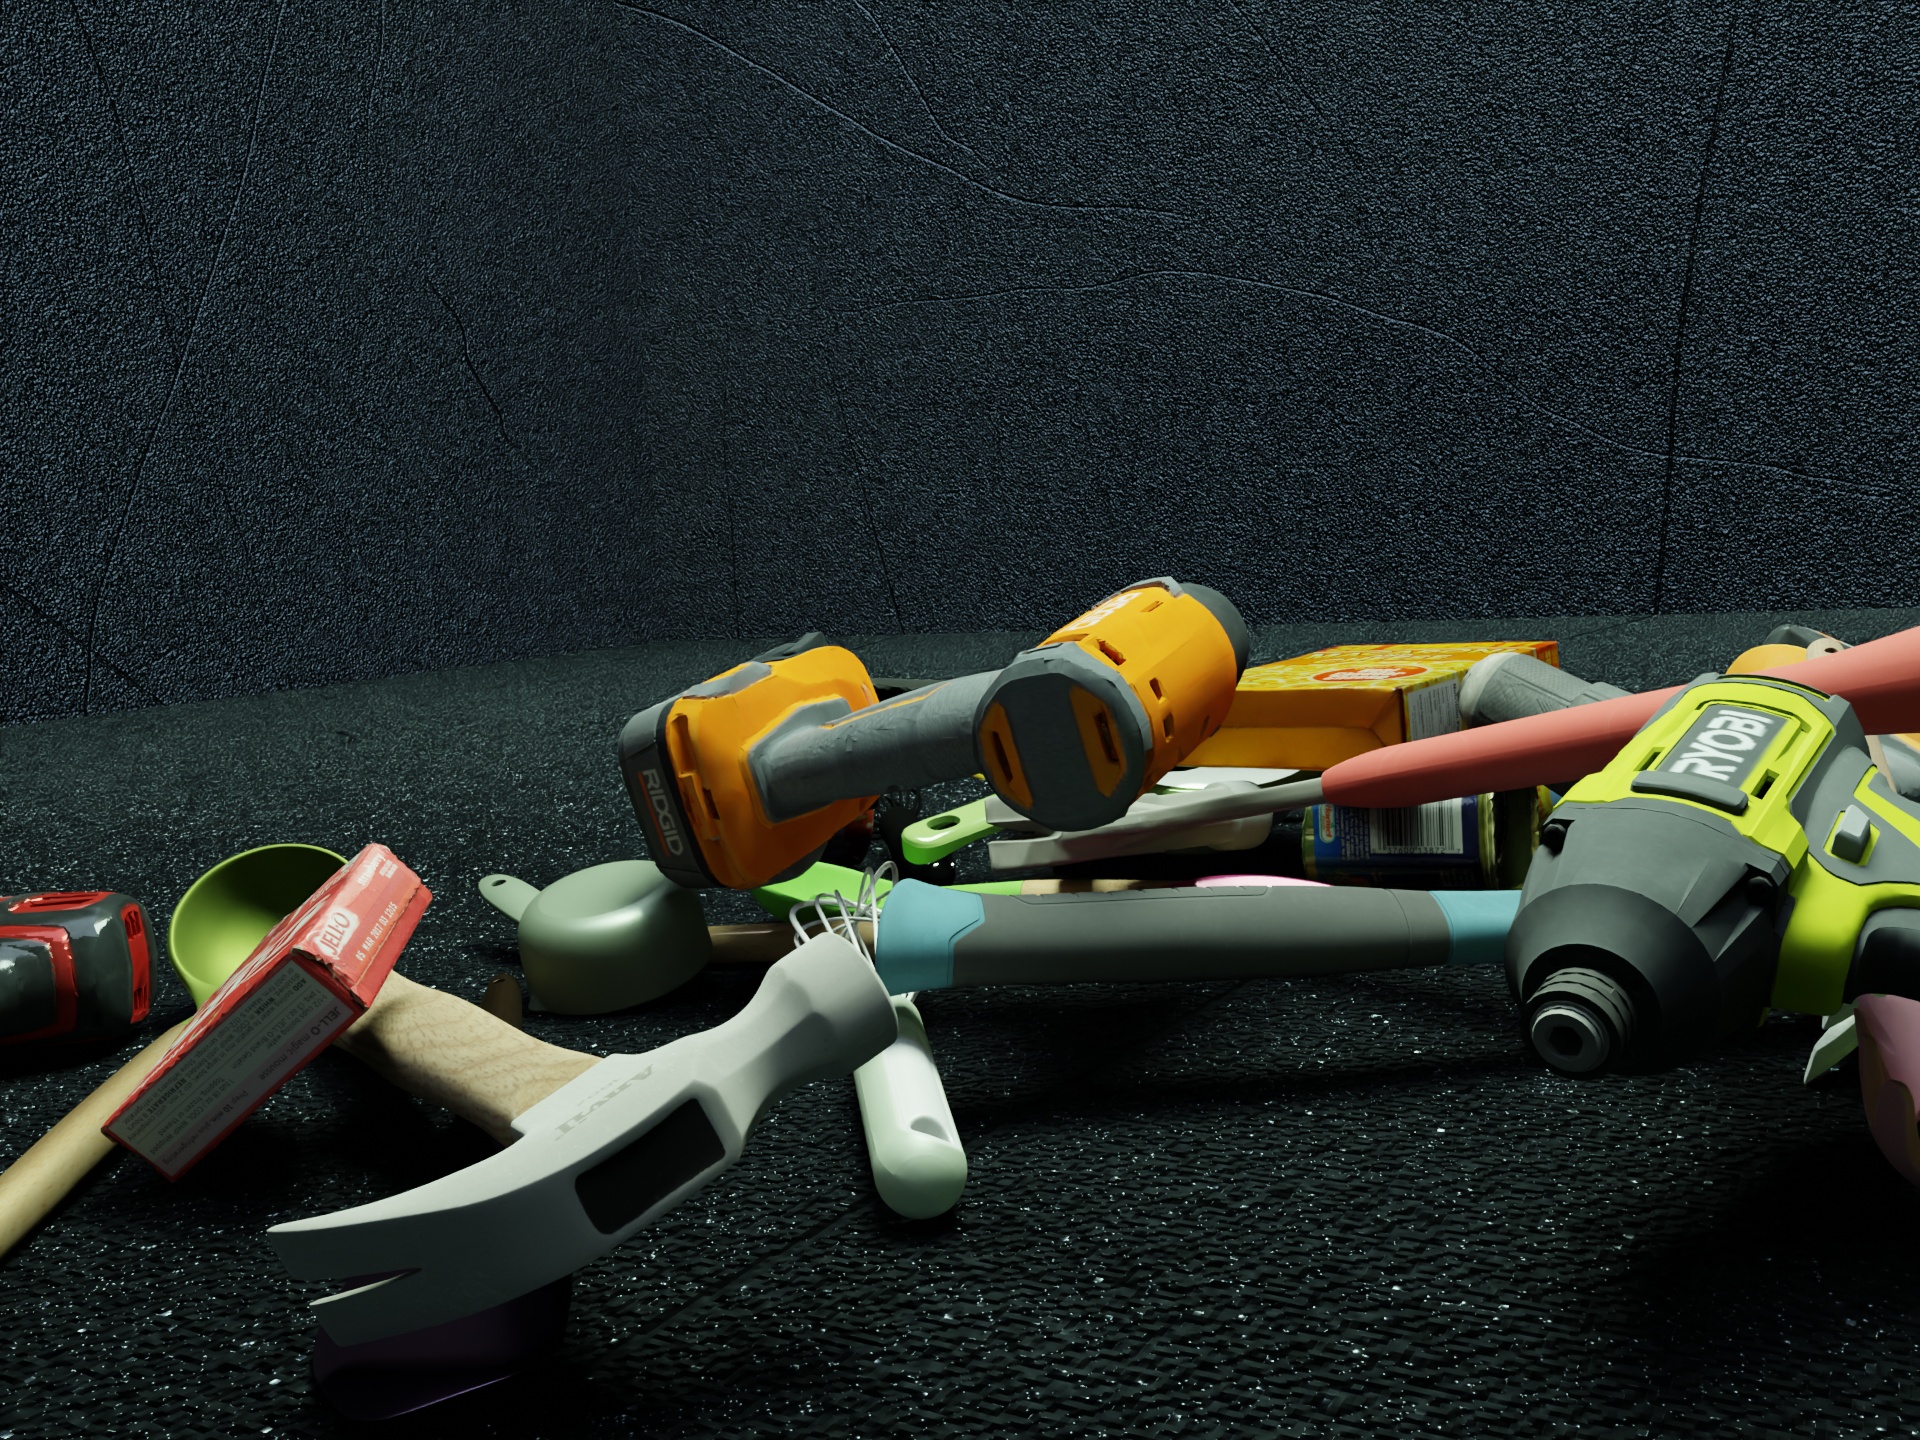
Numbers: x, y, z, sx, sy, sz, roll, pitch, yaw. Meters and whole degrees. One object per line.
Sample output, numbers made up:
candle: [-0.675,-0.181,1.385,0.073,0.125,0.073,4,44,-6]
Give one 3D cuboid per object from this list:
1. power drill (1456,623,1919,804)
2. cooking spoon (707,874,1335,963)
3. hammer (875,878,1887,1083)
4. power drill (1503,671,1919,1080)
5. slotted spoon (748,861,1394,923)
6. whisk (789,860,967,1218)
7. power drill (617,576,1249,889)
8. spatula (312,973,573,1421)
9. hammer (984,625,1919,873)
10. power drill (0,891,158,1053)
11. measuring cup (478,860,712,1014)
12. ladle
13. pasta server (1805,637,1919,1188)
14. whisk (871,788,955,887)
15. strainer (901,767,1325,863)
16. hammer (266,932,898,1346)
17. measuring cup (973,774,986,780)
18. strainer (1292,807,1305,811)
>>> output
power drill: [0.339,0.014,0.691,0.226,0.084,0.185,-12,35,-44]
cooking spoon: [0.015,0.090,0.666,0.319,0.017,0.069,-3,24,9]
hammer: [0.137,0.066,0.507,0.331,0.033,0.128,-1,26,-6]
power drill: [0.241,0.057,0.340,0.223,0.080,0.171,15,28,35]
slotted spoon: [0.053,0.080,0.707,0.314,0.031,0.070,0,7,14]
whisk: [-0.025,0.097,0.523,0.057,0.059,0.246,23,6,-11]
power drill: [-0.001,-0.002,0.620,0.226,0.084,0.164,-11,12,33]
spatula: [-0.145,0.122,0.477,0.059,0.018,0.316,-15,9,-11]
hammer: [0.169,0.016,0.553,0.149,0.037,0.359,-1,-9,-37]
power drill: [-0.401,0.105,0.528,0.188,0.080,0.227,-4,4,-7]
measuring cup: [-0.171,0.076,0.680,0.083,0.038,0.168,-23,25,-35]
ladle: [-0.270,0.106,0.534,0.078,0.062,0.320,1,9,-6]
pasta server: [0.287,0.040,0.487,0.060,0.040,0.316,10,31,16]
whisk: [-0.035,0.056,0.885,0.055,0.055,0.239,-5,10,-11]
strainer: [0.080,0.047,0.829,0.256,0.069,0.152,-19,31,-31]
hammer: [-0.149,0.099,0.464,0.130,0.031,0.331,-32,13,-29]
measuring cup: [0.016,0.023,0.988,0.156,0.029,0.062,18,-2,-34]
strainer: [0.135,0.042,0.941,0.258,0.050,0.087,4,22,13]
